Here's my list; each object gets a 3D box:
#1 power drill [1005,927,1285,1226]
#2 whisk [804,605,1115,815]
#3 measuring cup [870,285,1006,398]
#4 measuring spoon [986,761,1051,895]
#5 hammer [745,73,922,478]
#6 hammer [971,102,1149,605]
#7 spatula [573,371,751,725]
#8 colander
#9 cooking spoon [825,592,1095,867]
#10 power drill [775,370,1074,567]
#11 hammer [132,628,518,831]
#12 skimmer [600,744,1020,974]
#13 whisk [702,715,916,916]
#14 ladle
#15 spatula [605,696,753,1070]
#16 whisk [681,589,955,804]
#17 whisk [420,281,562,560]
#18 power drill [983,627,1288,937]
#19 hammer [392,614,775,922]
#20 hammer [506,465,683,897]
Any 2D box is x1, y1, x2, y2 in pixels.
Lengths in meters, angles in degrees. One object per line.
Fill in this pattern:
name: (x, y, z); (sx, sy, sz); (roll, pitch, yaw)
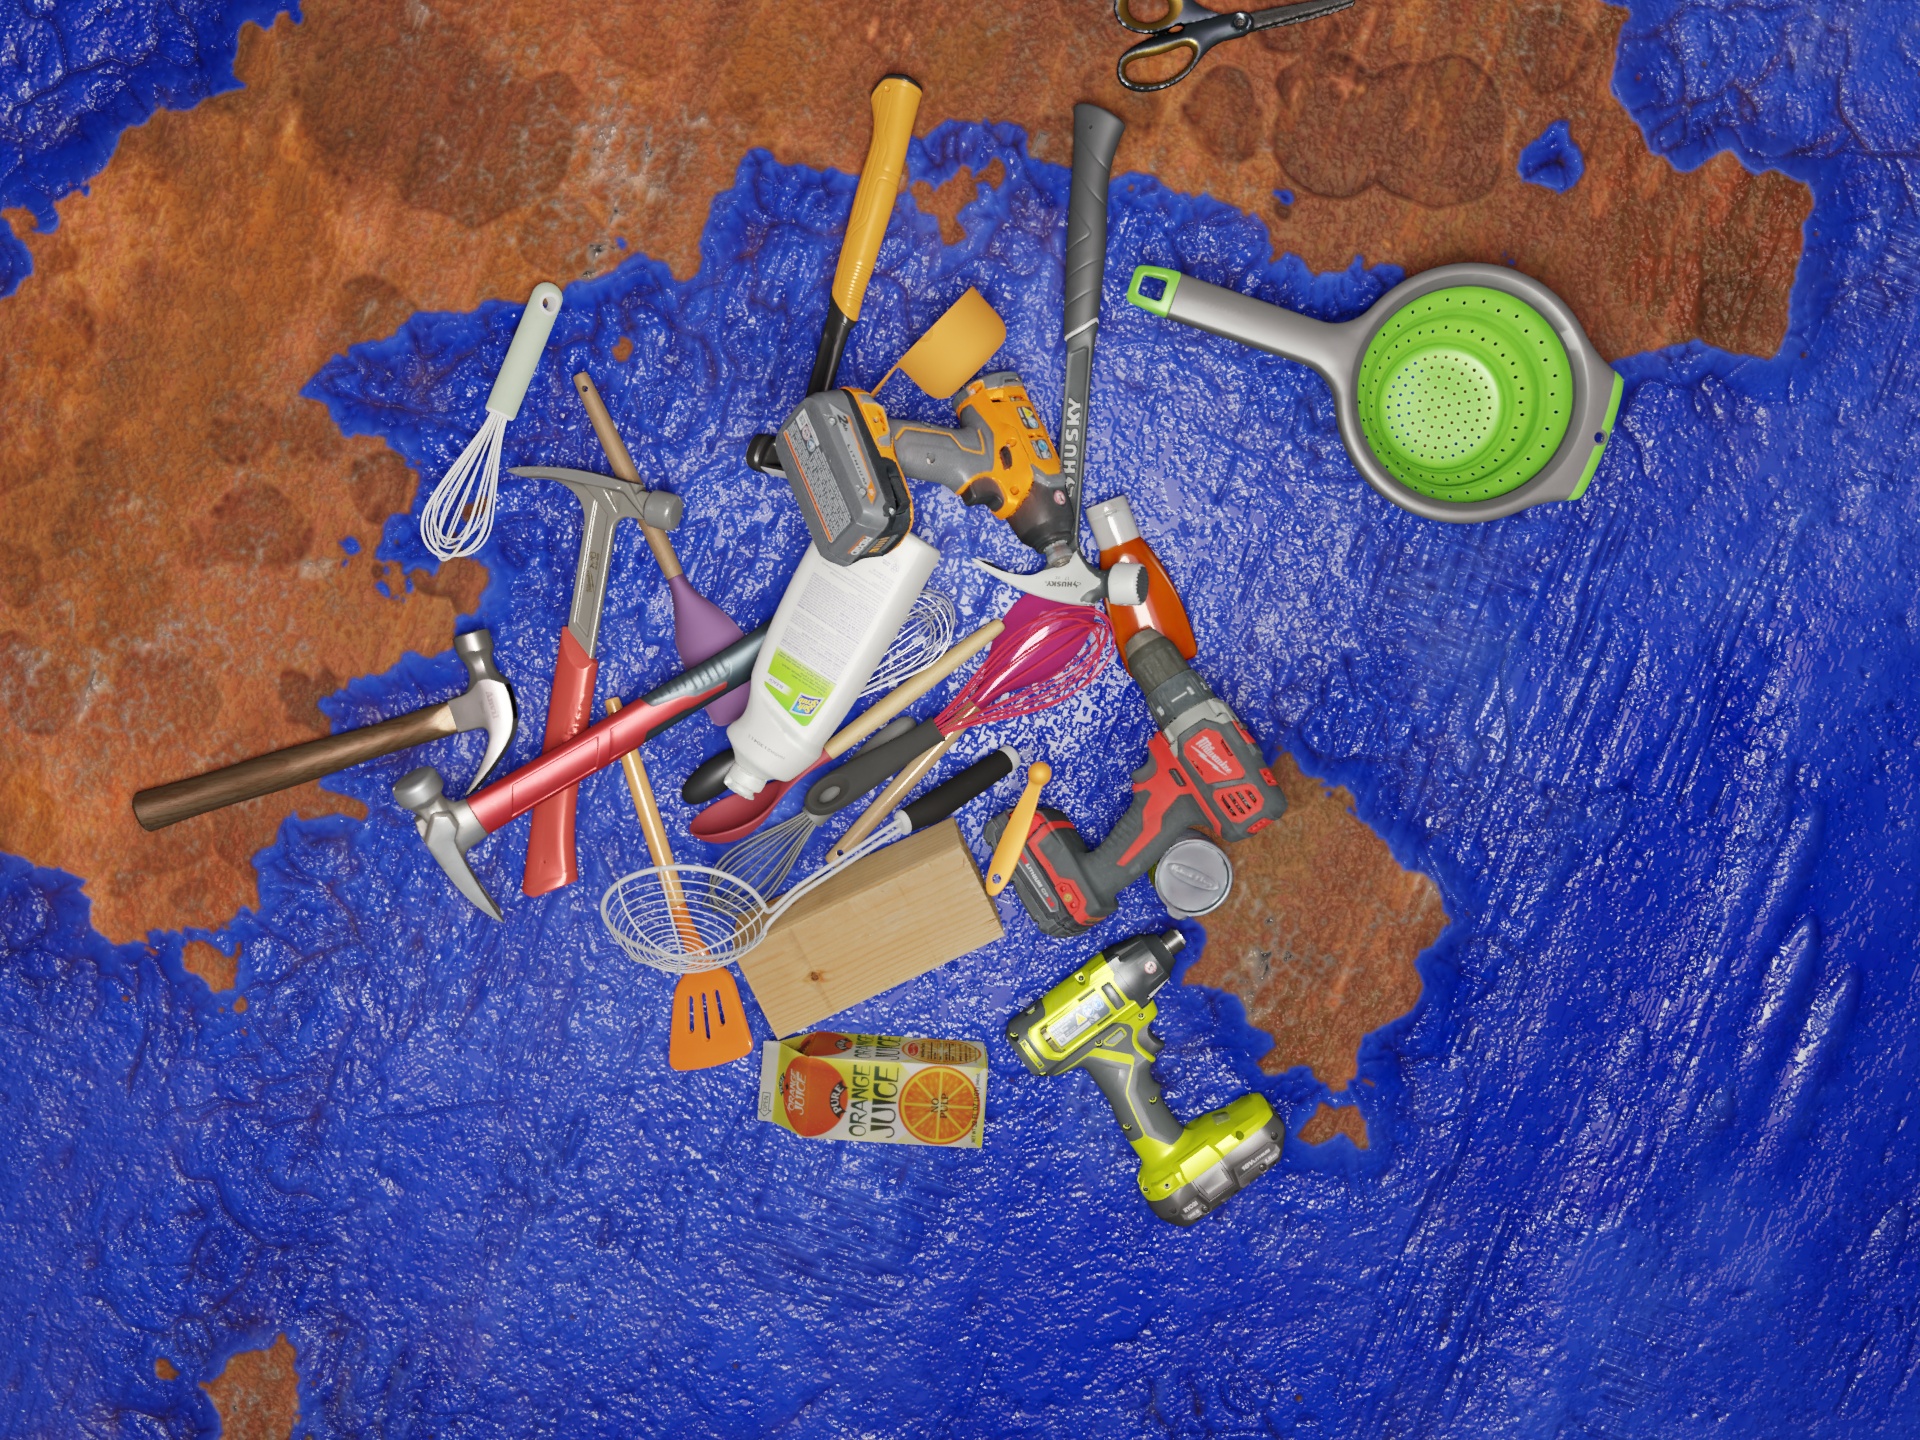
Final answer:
power drill: (0.170, 0.301, 1.364); (0.171, 0.080, 0.223); (-37, 92, 3)
whisk: (-0.002, -0.004, 1.314); (0.296, 0.073, 0.073); (-32, 96, 3)
measuring cup: (-0.032, -0.276, 1.307); (0.052, 0.095, 0.173); (42, 112, -10)
measuring spoon: (0.045, 0.088, 1.286); (0.021, 0.011, 0.117); (23, 93, 22)
hammer: (-0.084, -0.357, 1.288); (0.127, 0.034, 0.337); (16, 91, 40)
hammer: (0.094, -0.299, 1.305); (0.149, 0.036, 0.409); (4, 90, 26)
spatula: (-0.249, -0.145, 1.337); (0.060, 0.018, 0.316); (-25, 97, 0)
colander: (0.325, -0.288, 1.299); (0.397, 0.094, 0.204); (19, 94, 1)
cooking spoon: (-0.004, 0.006, 1.357); (0.068, 0.017, 0.319); (43, 93, -4)
power drill: (-0.012, -0.182, 1.218); (0.226, 0.084, 0.164); (-13, 74, -39)
hammer: (-0.534, 0.032, 1.343); (0.331, 0.031, 0.130); (-17, 95, 1)
skimmer: (-0.112, 0.093, 1.289); (0.363, 0.127, 0.090); (-31, 58, -28)
whisk: (-0.127, 0.080, 1.349); (0.239, 0.055, 0.055); (-43, 95, -1)
ladle: (-0.092, 0.010, 1.341); (0.315, 0.069, 0.031); (-36, 116, -2)
spatula: (-0.252, 0.136, 1.354); (0.081, 0.041, 0.322); (-16, 95, 17)
whisk: (-0.122, -0.017, 1.338); (0.284, 0.070, 0.070); (-36, 95, 8)
whisk: (-0.384, -0.246, 1.314); (0.057, 0.059, 0.246); (22, 92, -40)
power drill: (0.131, 0.053, 1.301); (0.226, 0.080, 0.188); (-36, 73, 18)
hammer: (-0.255, 0.013, 1.307); (0.386, 0.038, 0.143); (-31, 118, -11)
hammer: (-0.333, -0.029, 1.331); (0.149, 0.036, 0.359); (13, 99, 12)
